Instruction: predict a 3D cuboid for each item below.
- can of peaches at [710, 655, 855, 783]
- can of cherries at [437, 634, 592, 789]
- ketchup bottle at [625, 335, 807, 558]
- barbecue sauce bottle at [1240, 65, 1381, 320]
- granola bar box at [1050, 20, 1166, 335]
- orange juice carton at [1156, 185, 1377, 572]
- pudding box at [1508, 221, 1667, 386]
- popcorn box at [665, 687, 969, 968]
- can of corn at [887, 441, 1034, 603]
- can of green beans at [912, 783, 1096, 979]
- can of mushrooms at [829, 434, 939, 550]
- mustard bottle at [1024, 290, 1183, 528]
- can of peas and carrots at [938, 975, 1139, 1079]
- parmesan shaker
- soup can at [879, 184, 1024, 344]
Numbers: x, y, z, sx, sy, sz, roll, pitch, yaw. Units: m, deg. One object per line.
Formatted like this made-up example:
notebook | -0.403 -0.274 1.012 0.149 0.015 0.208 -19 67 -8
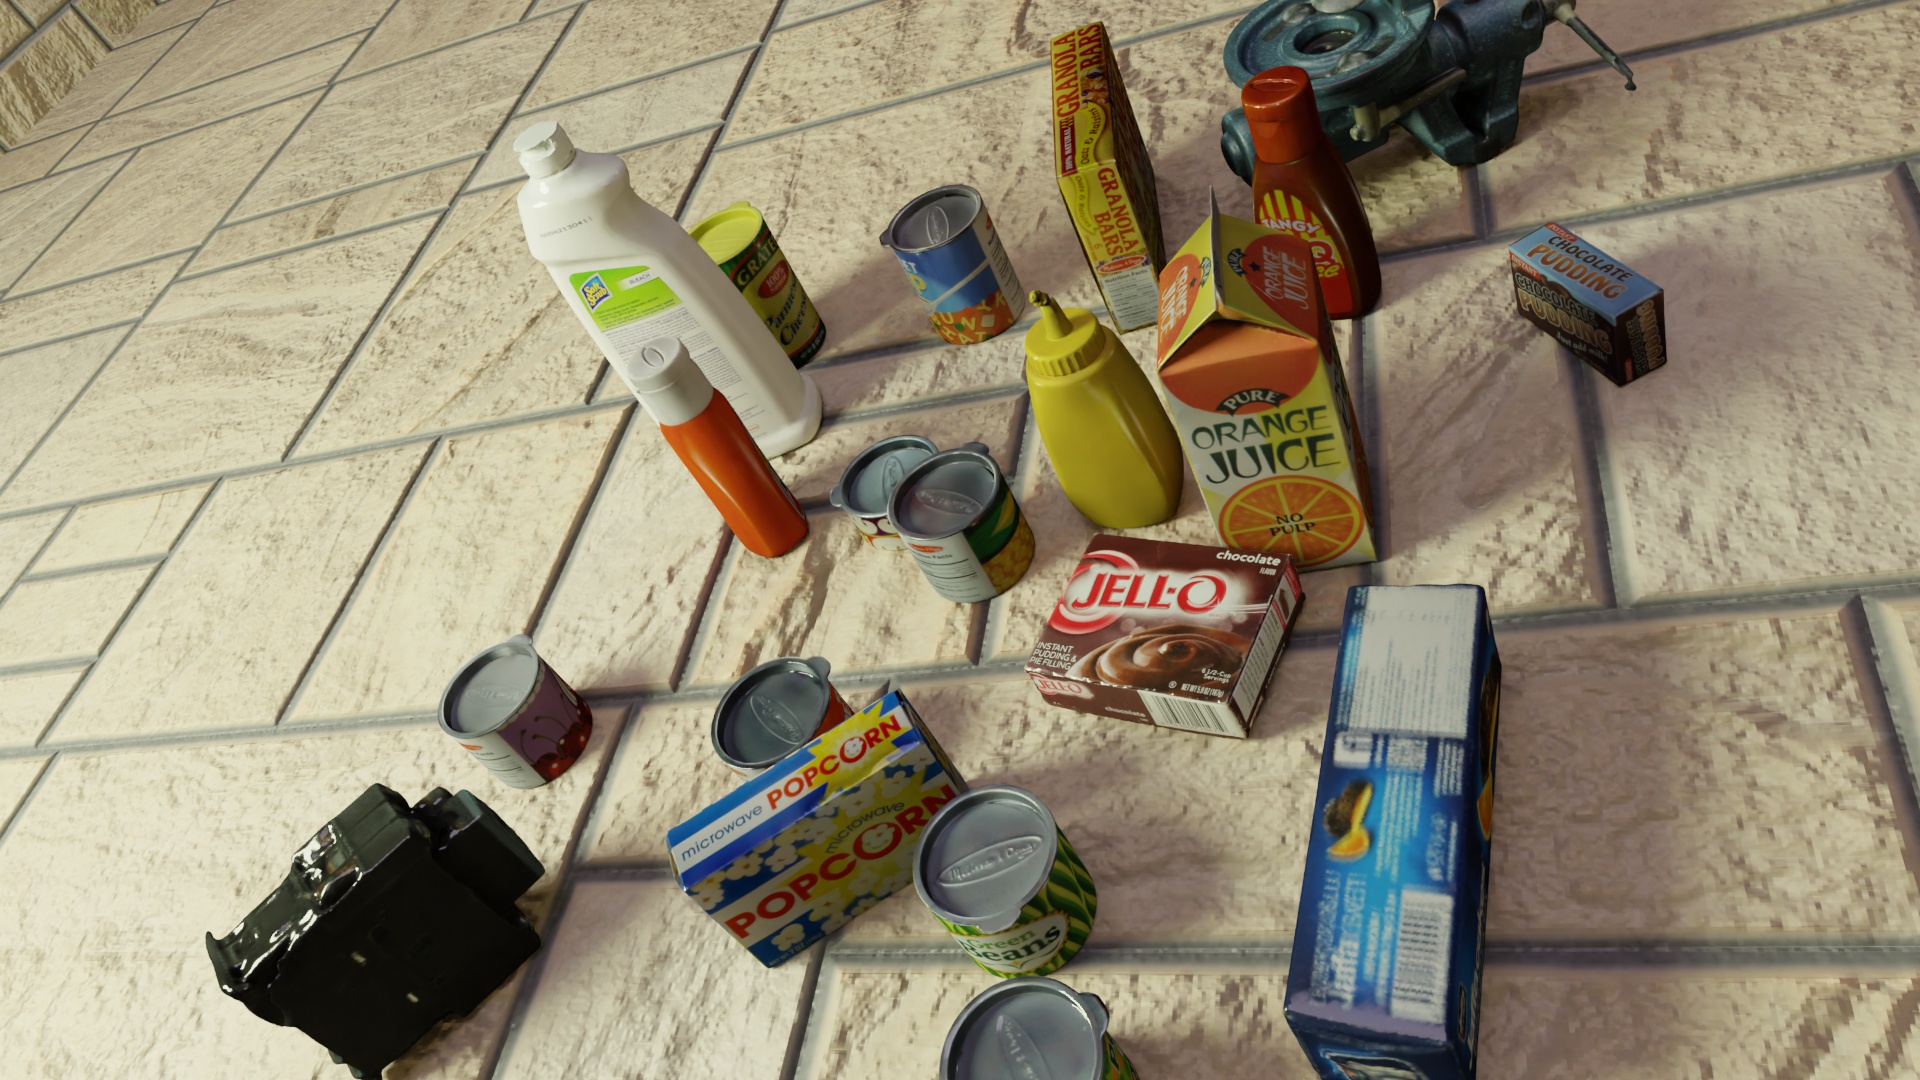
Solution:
can of peaches | -0.082 0.101 0.709 0.071 0.057 0.071 -15 45 15
can of cherries | -0.255 0.099 0.803 0.071 0.058 0.072 -15 45 15
ketchup bottle | -0.145 -0.055 0.824 0.043 0.148 0.065 -39 43 -9
barbecue sauce bottle | 0.191 -0.191 0.772 0.065 0.148 0.044 16 60 38
granola bar box | 0.094 -0.231 0.880 0.039 0.123 0.166 -14 45 17
orange juice carton | 0.141 -0.070 0.652 0.073 0.192 0.072 -10 46 21
pudding box | 0.320 -0.122 0.711 0.030 0.049 0.084 -30 43 0
popcorn box | -0.060 0.136 0.645 0.127 0.085 0.038 -32 43 -2
can of corn | 0.003 -0.010 0.768 0.071 0.058 0.071 -15 45 16
can of green beans | 0.020 0.150 0.608 0.071 0.057 0.071 -15 45 15
can of mushrooms | -0.039 -0.028 0.826 0.071 0.033 0.071 -15 45 15
mustard bottle | 0.069 -0.072 0.716 0.065 0.159 0.049 -4 48 25
can of peas and carrots | 0.035 0.211 0.541 0.071 0.058 0.071 -15 45 16
parmesan shaker | -0.143 -0.174 0.970 0.071 0.102 0.072 -15 45 16
soup can | -0.004 -0.180 0.915 0.071 0.083 0.072 -15 45 16
